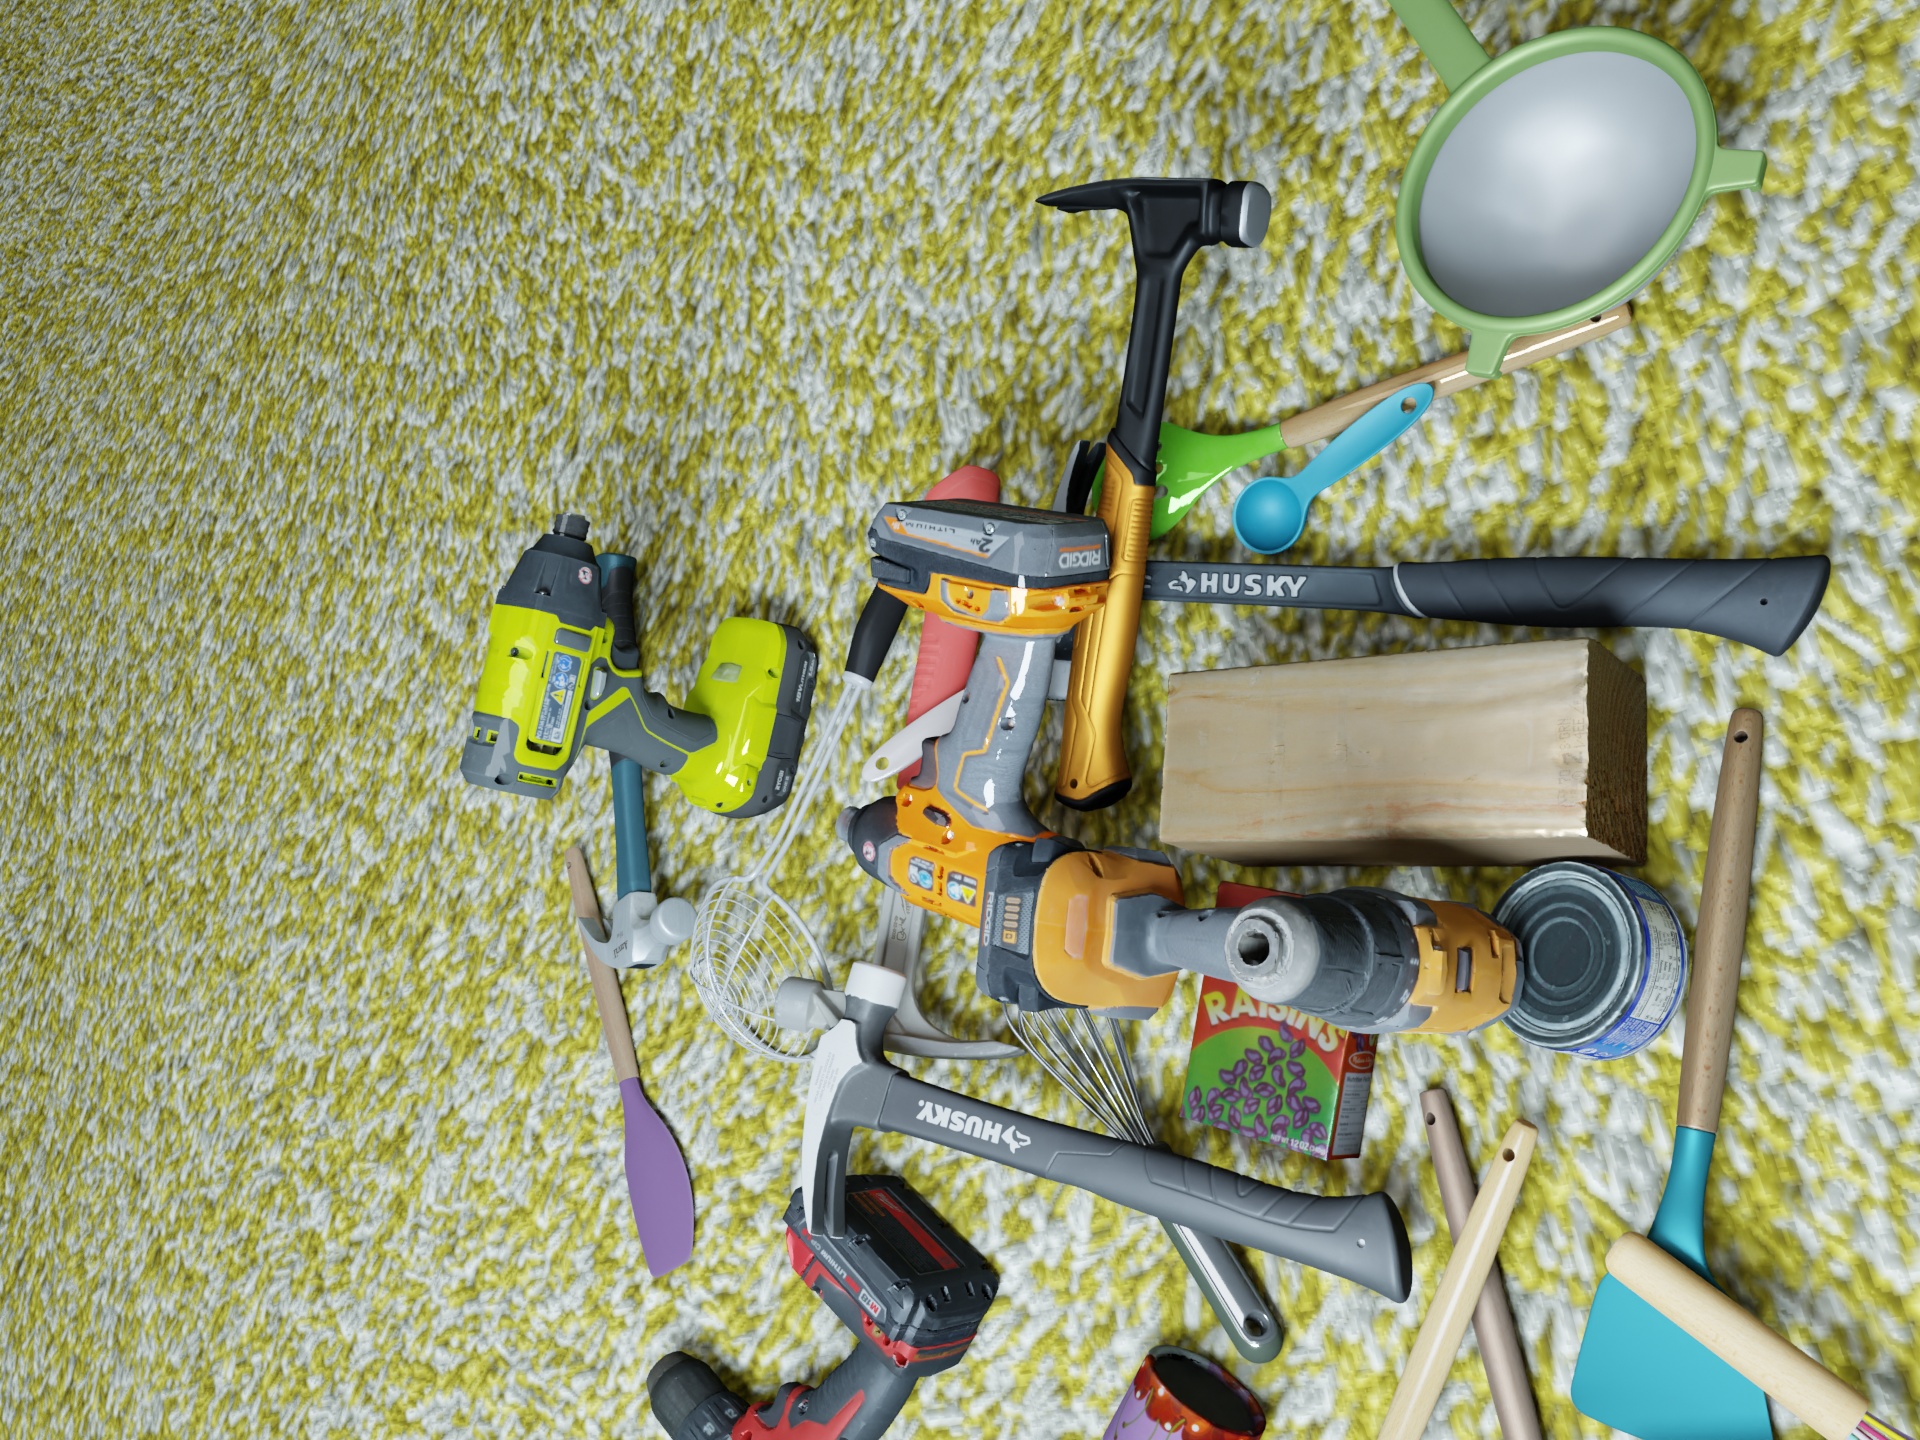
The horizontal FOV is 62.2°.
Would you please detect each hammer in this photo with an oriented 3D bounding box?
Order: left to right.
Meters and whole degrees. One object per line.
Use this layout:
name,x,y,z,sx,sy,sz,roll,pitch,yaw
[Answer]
hammer,-0.242,0.021,1.150,0.128,0.033,0.331,-37,53,45
hammer,-0.009,0.019,0.958,0.149,0.036,0.359,6,77,15
hammer,0.061,0.227,0.800,0.335,0.035,0.146,9,75,32
hammer,0.082,-0.118,0.857,0.127,0.034,0.337,13,101,35
hammer,0.210,-0.072,0.807,0.409,0.036,0.149,5,98,37

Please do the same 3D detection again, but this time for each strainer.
strainer,0.279,-0.294,0.798,0.151,0.069,0.257,-37,58,29

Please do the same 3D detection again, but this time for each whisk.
whisk,0.094,0.221,0.836,0.058,0.059,0.247,-23,60,-18
whisk,0.356,0.275,0.592,0.051,0.047,0.245,-42,56,-19

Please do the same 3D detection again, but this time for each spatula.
spatula,-0.238,0.228,1.118,0.059,0.018,0.316,-36,60,28
spatula,0.321,0.151,0.686,0.082,0.044,0.317,4,77,40

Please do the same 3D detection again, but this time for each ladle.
ladle,0.197,0.323,0.719,0.069,0.031,0.315,26,102,40

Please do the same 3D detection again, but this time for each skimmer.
skimmer,-0.075,0.040,1.027,0.127,0.090,0.363,17,80,40

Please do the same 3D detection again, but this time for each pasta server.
pasta server,0.243,0.320,0.695,0.060,0.040,0.316,-31,59,43

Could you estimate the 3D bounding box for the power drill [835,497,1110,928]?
power drill,-0.001,-0.003,0.862,0.164,0.084,0.226,14,107,38

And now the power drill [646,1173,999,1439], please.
power drill,-0.094,0.378,0.931,0.188,0.080,0.226,34,104,39

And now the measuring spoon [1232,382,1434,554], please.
measuring spoon,0.201,-0.135,0.847,0.128,0.021,0.042,-39,72,29

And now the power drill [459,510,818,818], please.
power drill,-0.199,-0.026,1.016,0.080,0.223,0.171,10,85,40

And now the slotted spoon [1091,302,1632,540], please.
slotted spoon,0.199,-0.165,0.858,0.314,0.031,0.070,-16,75,34

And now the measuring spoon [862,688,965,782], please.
measuring spoon,-0.009,-0.004,0.935,0.124,0.018,0.034,-37,71,3

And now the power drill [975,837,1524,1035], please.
power drill,0.110,0.099,0.712,0.226,0.185,0.084,0,81,41
